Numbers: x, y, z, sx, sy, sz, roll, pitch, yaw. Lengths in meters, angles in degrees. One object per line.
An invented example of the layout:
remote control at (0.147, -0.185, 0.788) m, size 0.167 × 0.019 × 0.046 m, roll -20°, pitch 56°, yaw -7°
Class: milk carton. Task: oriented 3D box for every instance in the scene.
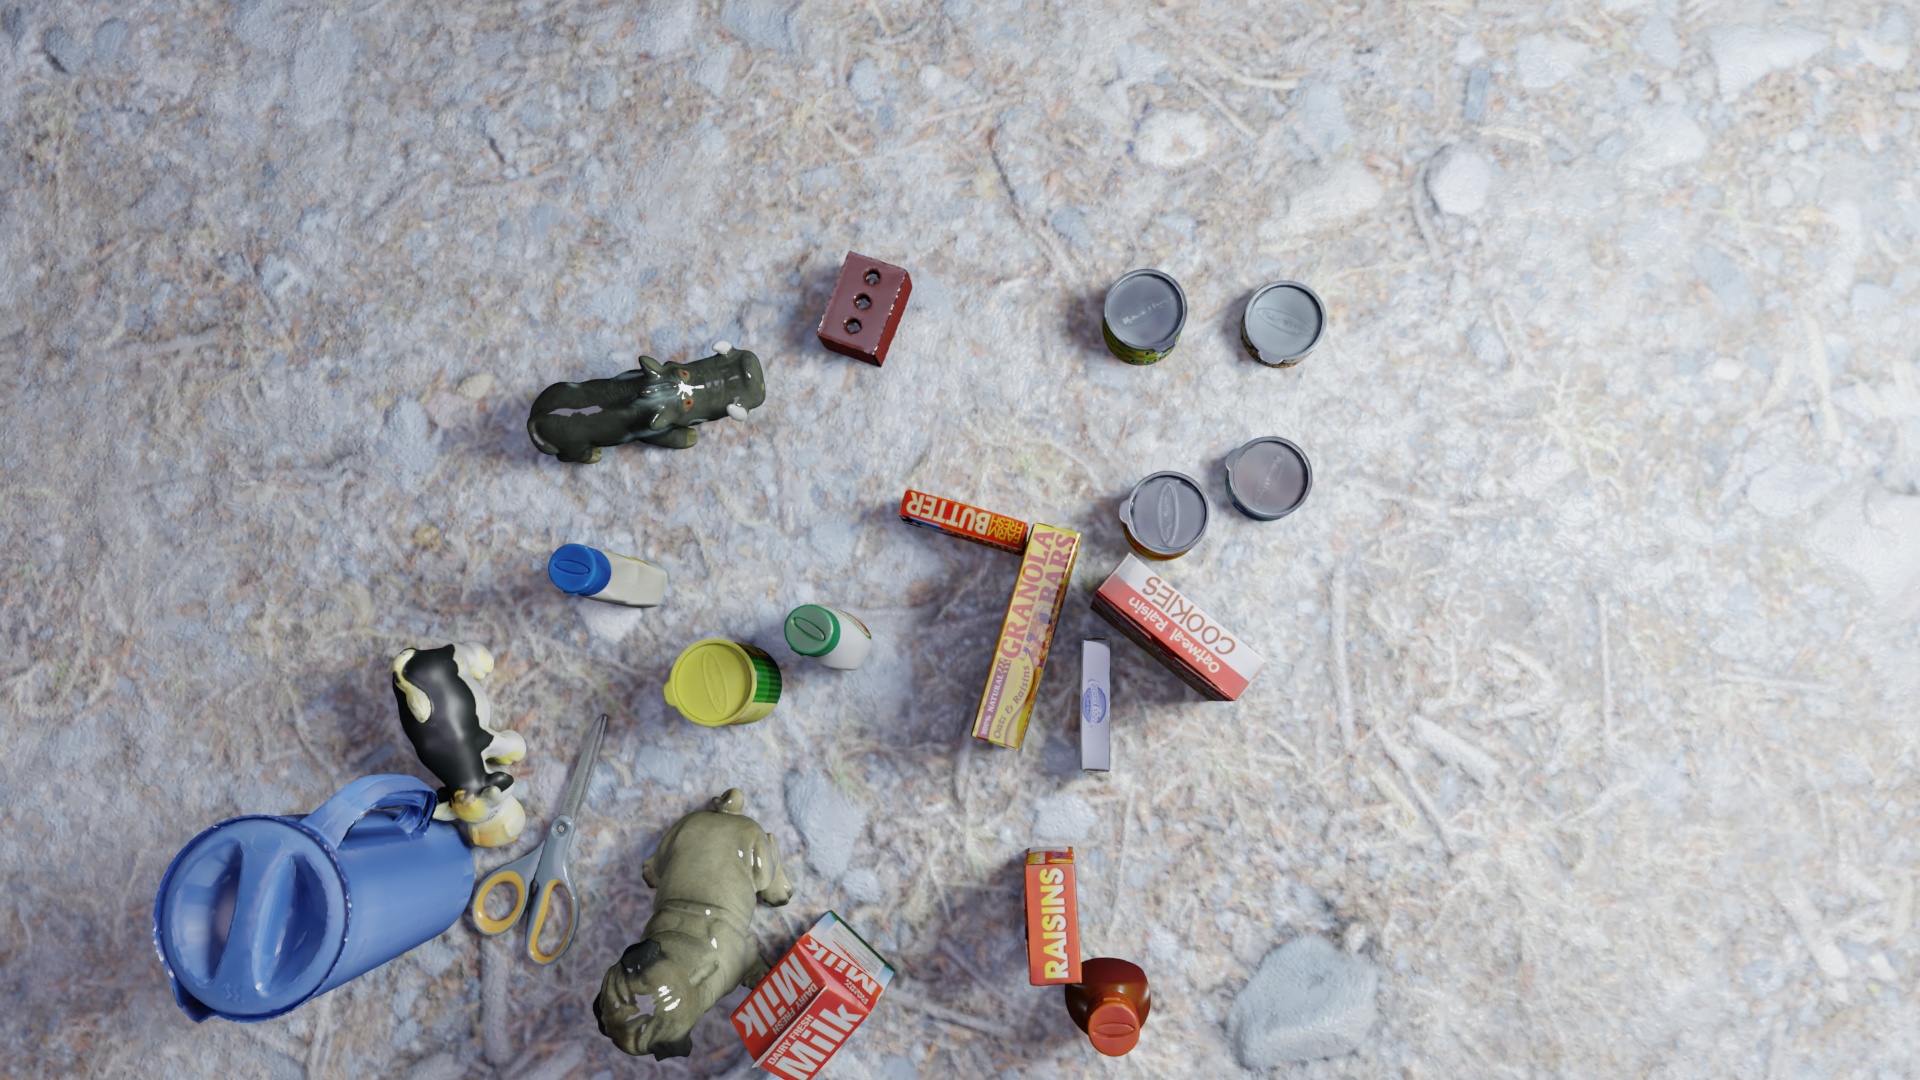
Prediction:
milk carton at (-0.107, 0.333, 1.011) m, size 0.073 × 0.190 × 0.072 m, roll 42°, pitch 88°, yaw 7°

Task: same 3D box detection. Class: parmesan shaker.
parmesan shaker at (-0.184, 0.112, 1.087) m, size 0.071 × 0.103 × 0.071 m, roll 0°, pitch 83°, yaw 4°

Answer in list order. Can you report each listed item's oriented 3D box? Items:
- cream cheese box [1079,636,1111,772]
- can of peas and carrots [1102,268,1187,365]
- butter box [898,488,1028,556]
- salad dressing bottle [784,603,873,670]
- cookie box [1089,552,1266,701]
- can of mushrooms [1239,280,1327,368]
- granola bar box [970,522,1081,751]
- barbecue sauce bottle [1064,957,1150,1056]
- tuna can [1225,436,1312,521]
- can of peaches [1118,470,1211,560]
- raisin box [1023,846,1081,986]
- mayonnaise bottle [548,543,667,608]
cream cheese box at (0.106, 0.129, 1.092) m, size 0.024 × 0.053 × 0.104 m, roll 1°, pitch 83°, yaw 4°
can of peas and carrots at (0.150, -0.178, 1.125) m, size 0.071 × 0.058 × 0.071 m, roll 0°, pitch 83°, yaw 4°
butter box at (0.004, -0.014, 1.117) m, size 0.103 × 0.053 × 0.024 m, roll 16°, pitch 85°, yaw 5°
salad dressing bottle at (-0.103, 0.072, 1.065) m, size 0.064 × 0.147 × 0.044 m, roll 32°, pitch 87°, yaw 7°
cookie box at (0.157, 0.069, 1.039) m, size 0.123 × 0.167 × 0.040 m, roll 38°, pitch 87°, yaw 7°
can of mushrooms at (0.261, -0.173, 1.130) m, size 0.071 × 0.033 × 0.071 m, roll 0°, pitch 83°, yaw 4°
granola bar box at (0.051, 0.075, 1.067) m, size 0.039 × 0.124 × 0.165 m, roll 16°, pitch 84°, yaw 5°
barbecue sauce bottle at (0.109, 0.340, 1.017) m, size 0.065 × 0.148 × 0.043 m, roll -2°, pitch 83°, yaw 3°
tuna can at (0.245, -0.050, 1.116) m, size 0.071 × 0.033 × 0.071 m, roll 0°, pitch 83°, yaw 4°
can of peaches at (0.160, -0.019, 1.105) m, size 0.071 × 0.058 × 0.071 m, roll 0°, pitch 83°, yaw 4°
raisin box at (0.069, 0.278, 1.040) m, size 0.040 × 0.123 × 0.086 m, roll -3°, pitch 83°, yaw 3°
mayonnaise bottle at (-0.277, 0.027, 1.081) m, size 0.065 × 0.148 × 0.041 m, roll 12°, pitch 84°, yaw 5°
